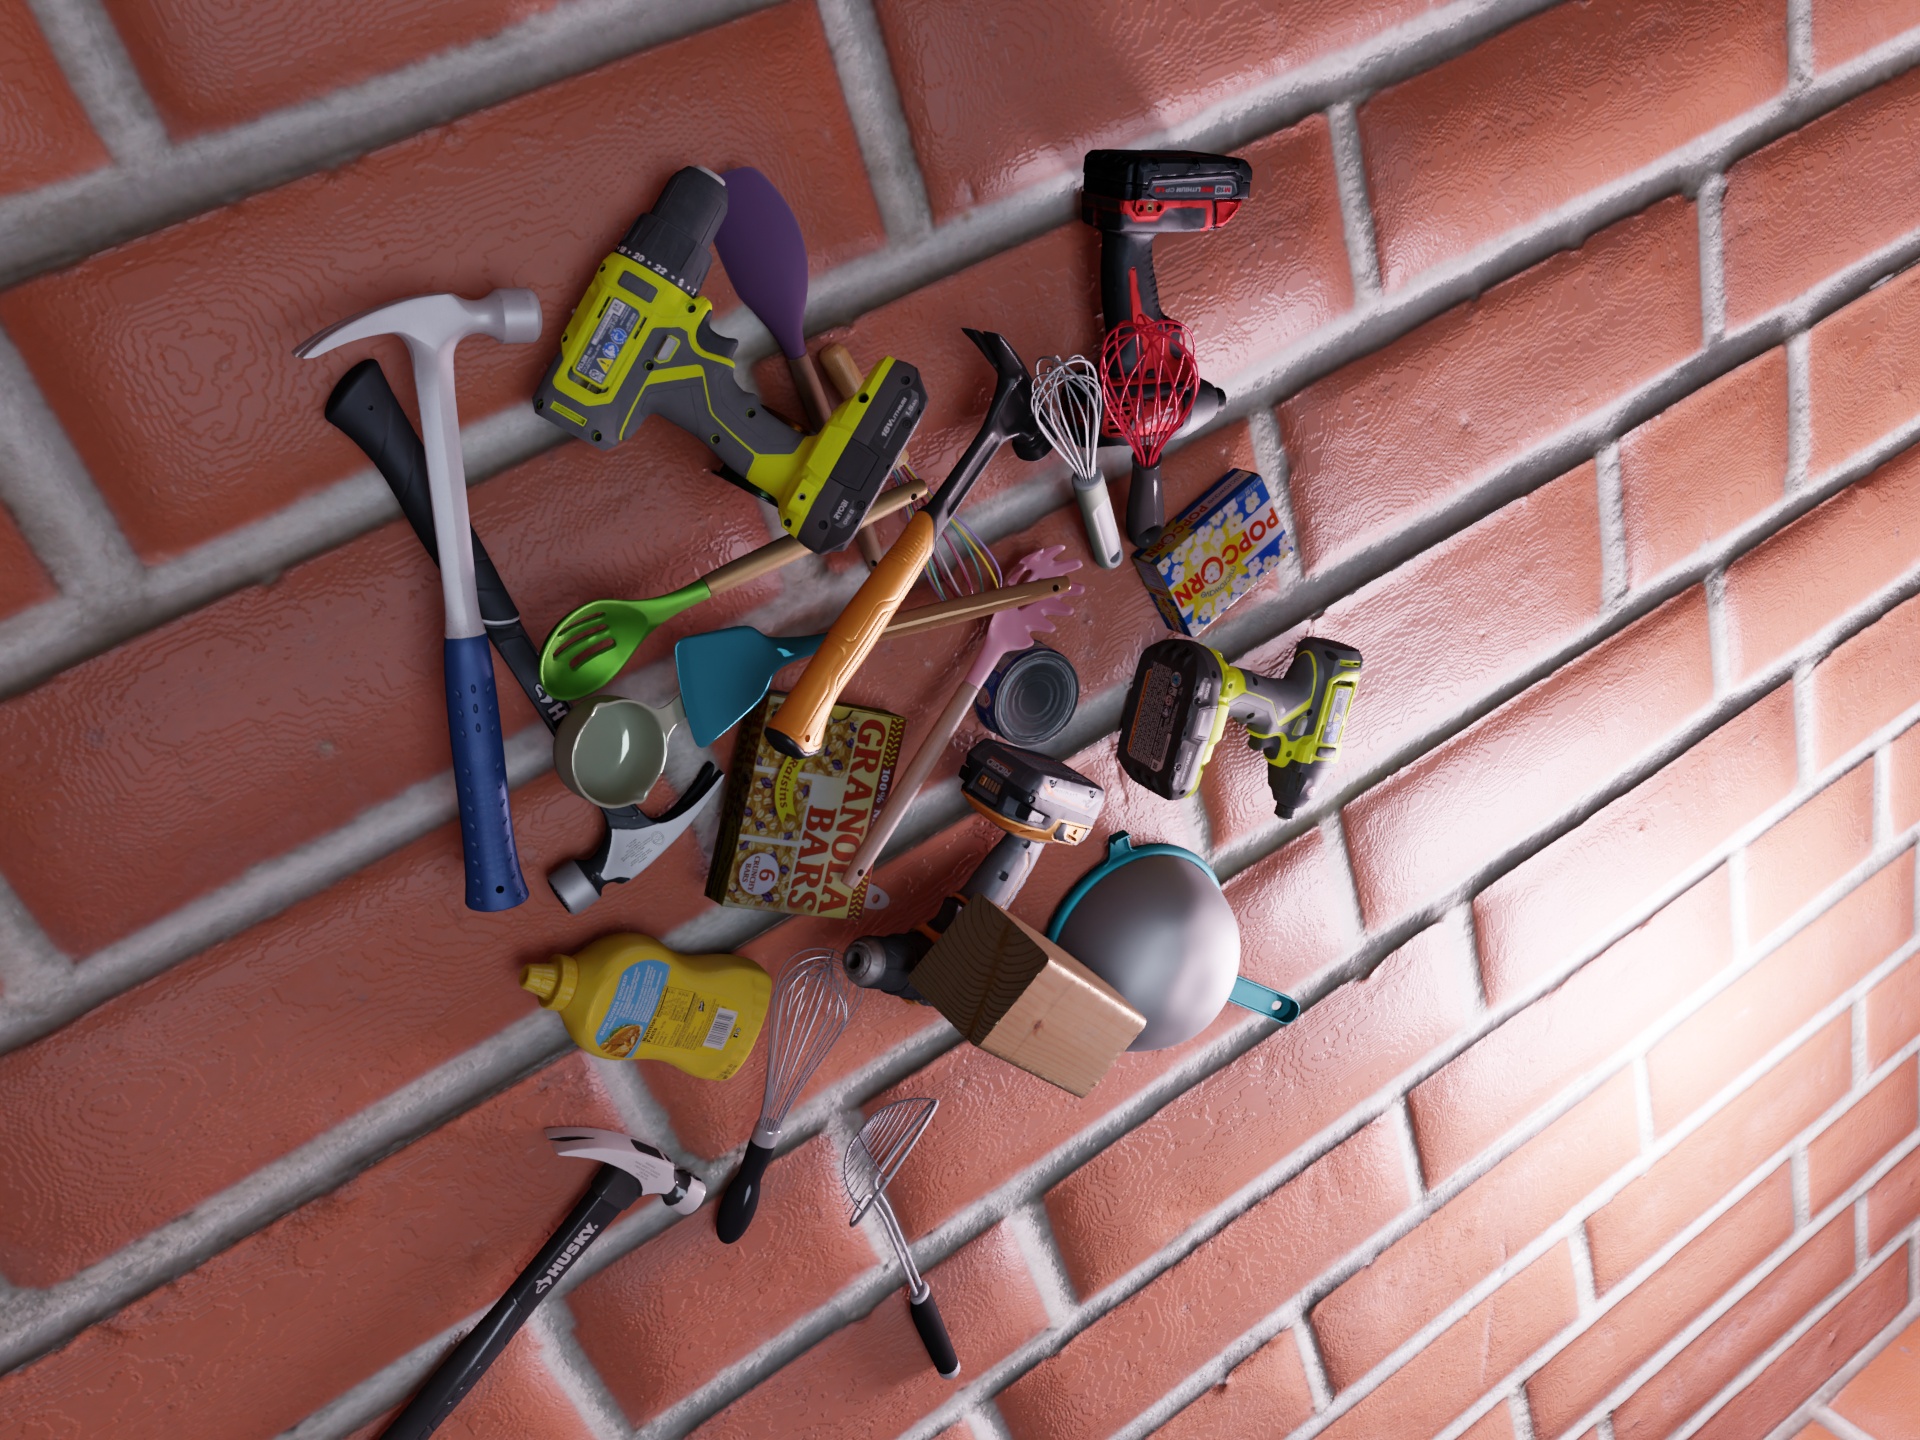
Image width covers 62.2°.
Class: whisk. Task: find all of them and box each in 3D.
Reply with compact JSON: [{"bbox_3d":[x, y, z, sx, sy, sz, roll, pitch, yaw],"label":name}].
[{"bbox_3d":[-0.149,0.313,1.309,0.070,0.070,0.284,10,108,-34],"label":"whisk"},{"bbox_3d":[-0.041,-0.173,1.191,0.051,0.047,0.244,-46,122,-23],"label":"whisk"},{"bbox_3d":[0.096,-0.191,1.218,0.058,0.059,0.246,-46,149,-13],"label":"whisk"},{"bbox_3d":[0.140,-0.209,1.200,0.073,0.073,0.295,-41,159,-11],"label":"whisk"}]

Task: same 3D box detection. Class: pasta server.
[{"bbox_3d":[-0.002,-0.004,1.245,0.060,0.040,0.316,39,75,-29],"label":"pasta server"}]

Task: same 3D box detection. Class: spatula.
[{"bbox_3d":[-0.105,-0.237,1.131,0.060,0.018,0.315,-12,123,12],"label":"spatula"},{"bbox_3d":[-0.057,-0.063,1.175,0.317,0.044,0.082,-16,112,-18],"label":"spatula"}]

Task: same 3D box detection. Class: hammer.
[{"bbox_3d":[-0.359,0.465,1.252,0.335,0.035,0.146,-50,127,-5],"label":"hammer"},{"bbox_3d":[-0.040,-0.120,1.131,0.337,0.034,0.127,-58,143,-17],"label":"hammer"},{"bbox_3d":[-0.300,-0.057,1.080,0.149,0.036,0.408,-35,123,-17],"label":"hammer"},{"bbox_3d":[-0.325,-0.065,1.018,0.144,0.035,0.405,-12,113,-29],"label":"hammer"}]

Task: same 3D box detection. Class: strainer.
[{"bbox_3d":[0.228,0.248,1.487,0.340,0.095,0.211,26,94,-35],"label":"strainer"}]

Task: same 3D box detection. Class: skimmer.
[{"bbox_3d":[-0.029,0.482,1.426,0.127,0.090,0.363,-52,136,-44],"label":"skimmer"}]

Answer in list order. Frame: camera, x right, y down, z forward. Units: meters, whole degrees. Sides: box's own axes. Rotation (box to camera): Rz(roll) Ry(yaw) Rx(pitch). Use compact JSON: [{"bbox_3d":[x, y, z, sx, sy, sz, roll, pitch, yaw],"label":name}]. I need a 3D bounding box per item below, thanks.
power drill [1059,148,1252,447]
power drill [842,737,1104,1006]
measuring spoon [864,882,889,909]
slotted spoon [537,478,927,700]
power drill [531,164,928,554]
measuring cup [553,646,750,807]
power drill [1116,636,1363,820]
[{"bbox_3d":[0.154,-0.322,1.229,0.143,0.079,0.219,-10,117,-27],"label":"power drill"},{"bbox_3d":[0.006,0.132,1.296,0.185,0.084,0.226,16,103,-51],"label":"power drill"},{"bbox_3d":[-0.104,0.131,1.290,0.124,0.018,0.034,28,85,-43],"label":"measuring spoon"},{"bbox_3d":[-0.156,-0.102,1.112,0.314,0.031,0.070,-29,138,-21],"label":"slotted spoon"},{"bbox_3d":[-0.139,-0.231,1.038,0.228,0.080,0.190,30,93,-5],"label":"power drill"},{"bbox_3d":[-0.216,-0.006,1.117,0.167,0.038,0.083,-42,128,-34],"label":"measuring cup"},{"bbox_3d":[0.255,0.008,1.422,0.223,0.080,0.171,3,107,-35],"label":"power drill"}]
